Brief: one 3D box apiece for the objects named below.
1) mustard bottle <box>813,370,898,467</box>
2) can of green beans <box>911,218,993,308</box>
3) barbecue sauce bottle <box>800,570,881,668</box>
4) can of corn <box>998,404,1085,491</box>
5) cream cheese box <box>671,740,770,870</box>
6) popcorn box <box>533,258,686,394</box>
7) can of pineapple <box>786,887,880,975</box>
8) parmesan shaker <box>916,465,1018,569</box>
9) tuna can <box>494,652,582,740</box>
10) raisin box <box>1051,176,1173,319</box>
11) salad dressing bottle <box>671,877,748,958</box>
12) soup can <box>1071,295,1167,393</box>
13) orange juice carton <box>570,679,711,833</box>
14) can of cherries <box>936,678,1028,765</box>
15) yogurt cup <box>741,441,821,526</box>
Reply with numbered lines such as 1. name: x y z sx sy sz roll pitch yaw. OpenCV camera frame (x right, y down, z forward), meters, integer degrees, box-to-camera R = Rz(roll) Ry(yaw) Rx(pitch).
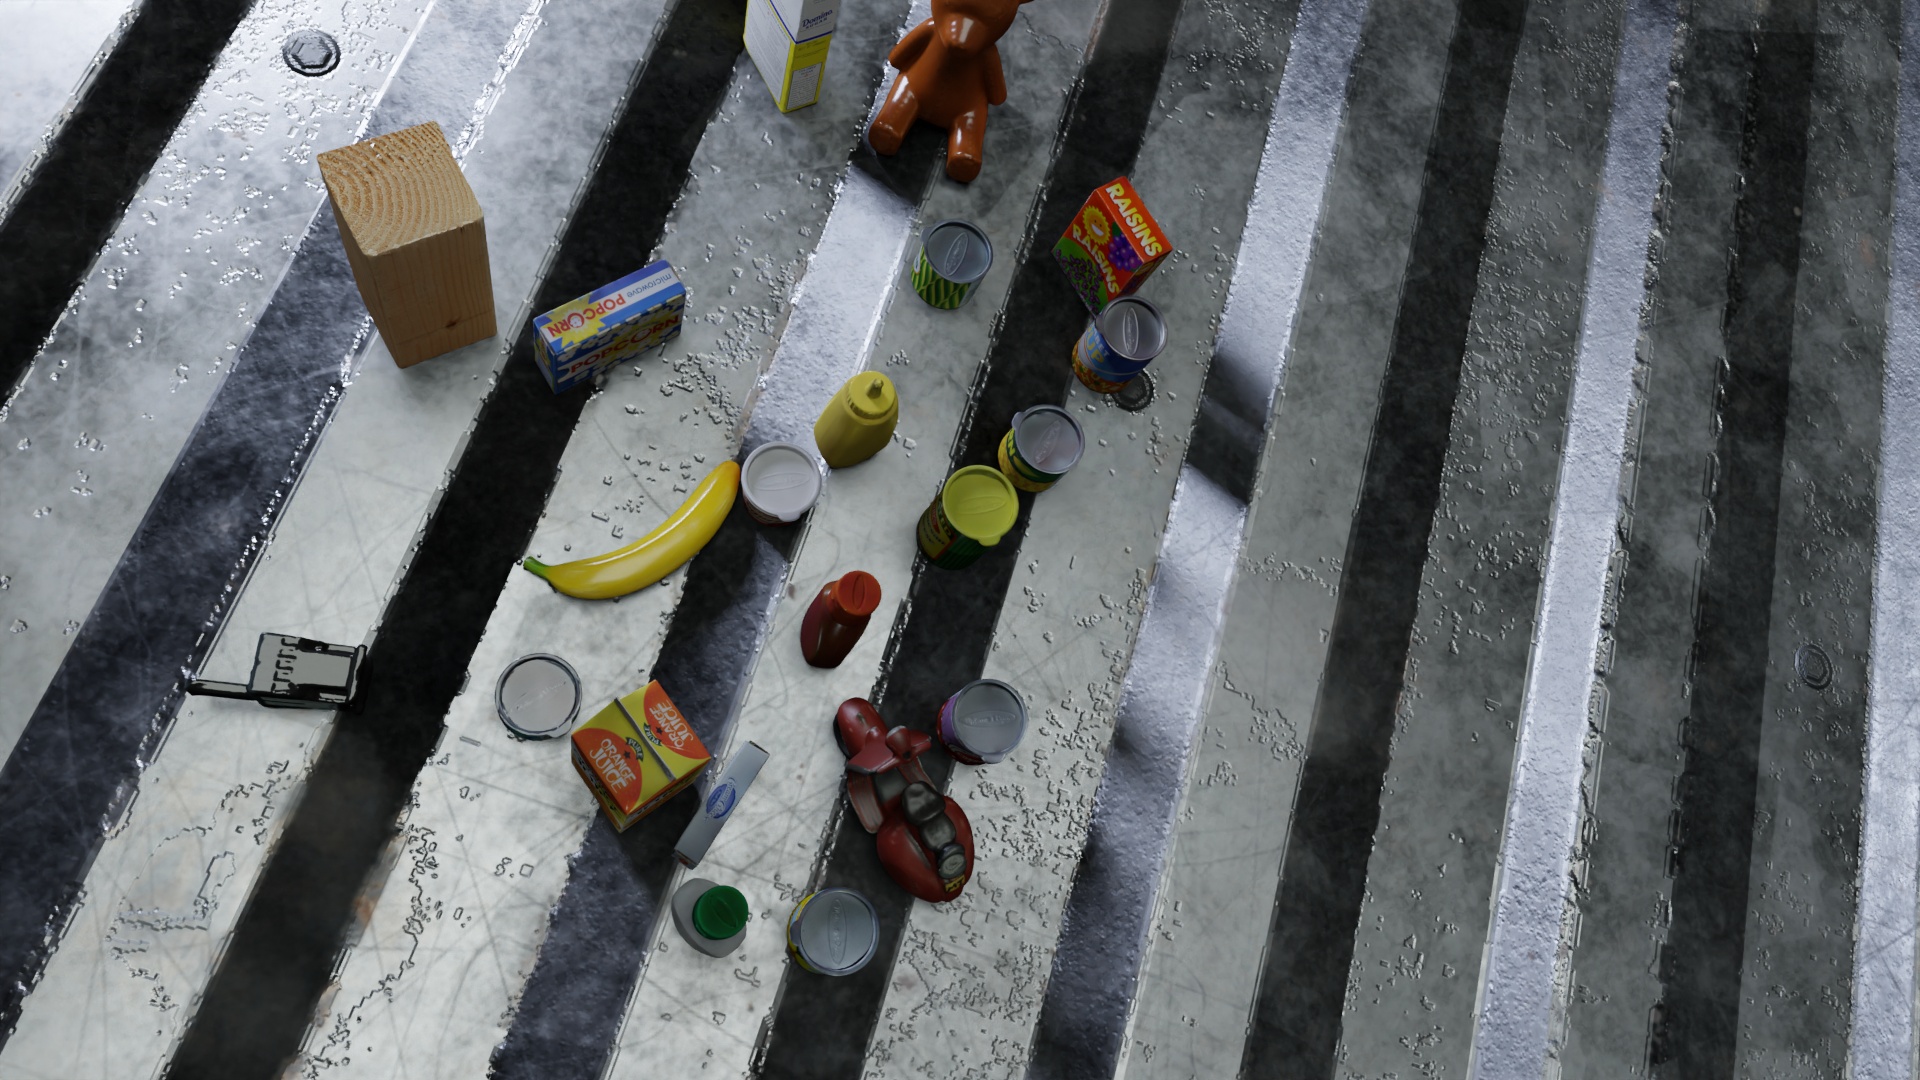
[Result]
1. mustard bottle: -0.083 -0.108 1.180 0.065 0.159 0.049 -22 81 -21
2. can of green beans: -0.009 -0.259 1.304 0.071 0.057 0.071 5 72 -15
3. barbecue sauce bottle: -0.097 0.060 1.129 0.044 0.148 0.065 9 71 -13
4. can of corn: 0.071 -0.085 1.272 0.071 0.058 0.071 5 72 -15
5. cream cheese box: -0.192 0.211 1.106 0.024 0.053 0.104 34 67 -4
6. popcorn box: -0.298 -0.182 1.182 0.127 0.085 0.038 -31 84 -22
7. can of pineapple: -0.103 0.309 1.098 0.071 0.057 0.071 5 72 -15
8. parmesan shaker: 0.004 -0.015 1.206 0.071 0.102 0.071 5 72 -15
9. tuna can: -0.333 0.127 1.103 0.071 0.032 0.071 5 72 -15
10. raisin box: 0.142 -0.275 1.317 0.040 0.123 0.086 -28 83 -22
11. salad dressing bottle: -0.184 0.280 1.035 0.044 0.147 0.064 -39 87 -22
12. soup can: 0.146 -0.184 1.311 0.071 0.083 0.071 5 72 -15
13. orange juice carton: -0.239 0.160 1.033 0.073 0.192 0.072 -34 85 -22
14. can of cherries: 0.017 0.158 1.180 0.071 0.058 0.071 5 72 -15
15. yogurt cup: -0.157 -0.045 1.196 0.072 0.053 0.072 5 72 -15
